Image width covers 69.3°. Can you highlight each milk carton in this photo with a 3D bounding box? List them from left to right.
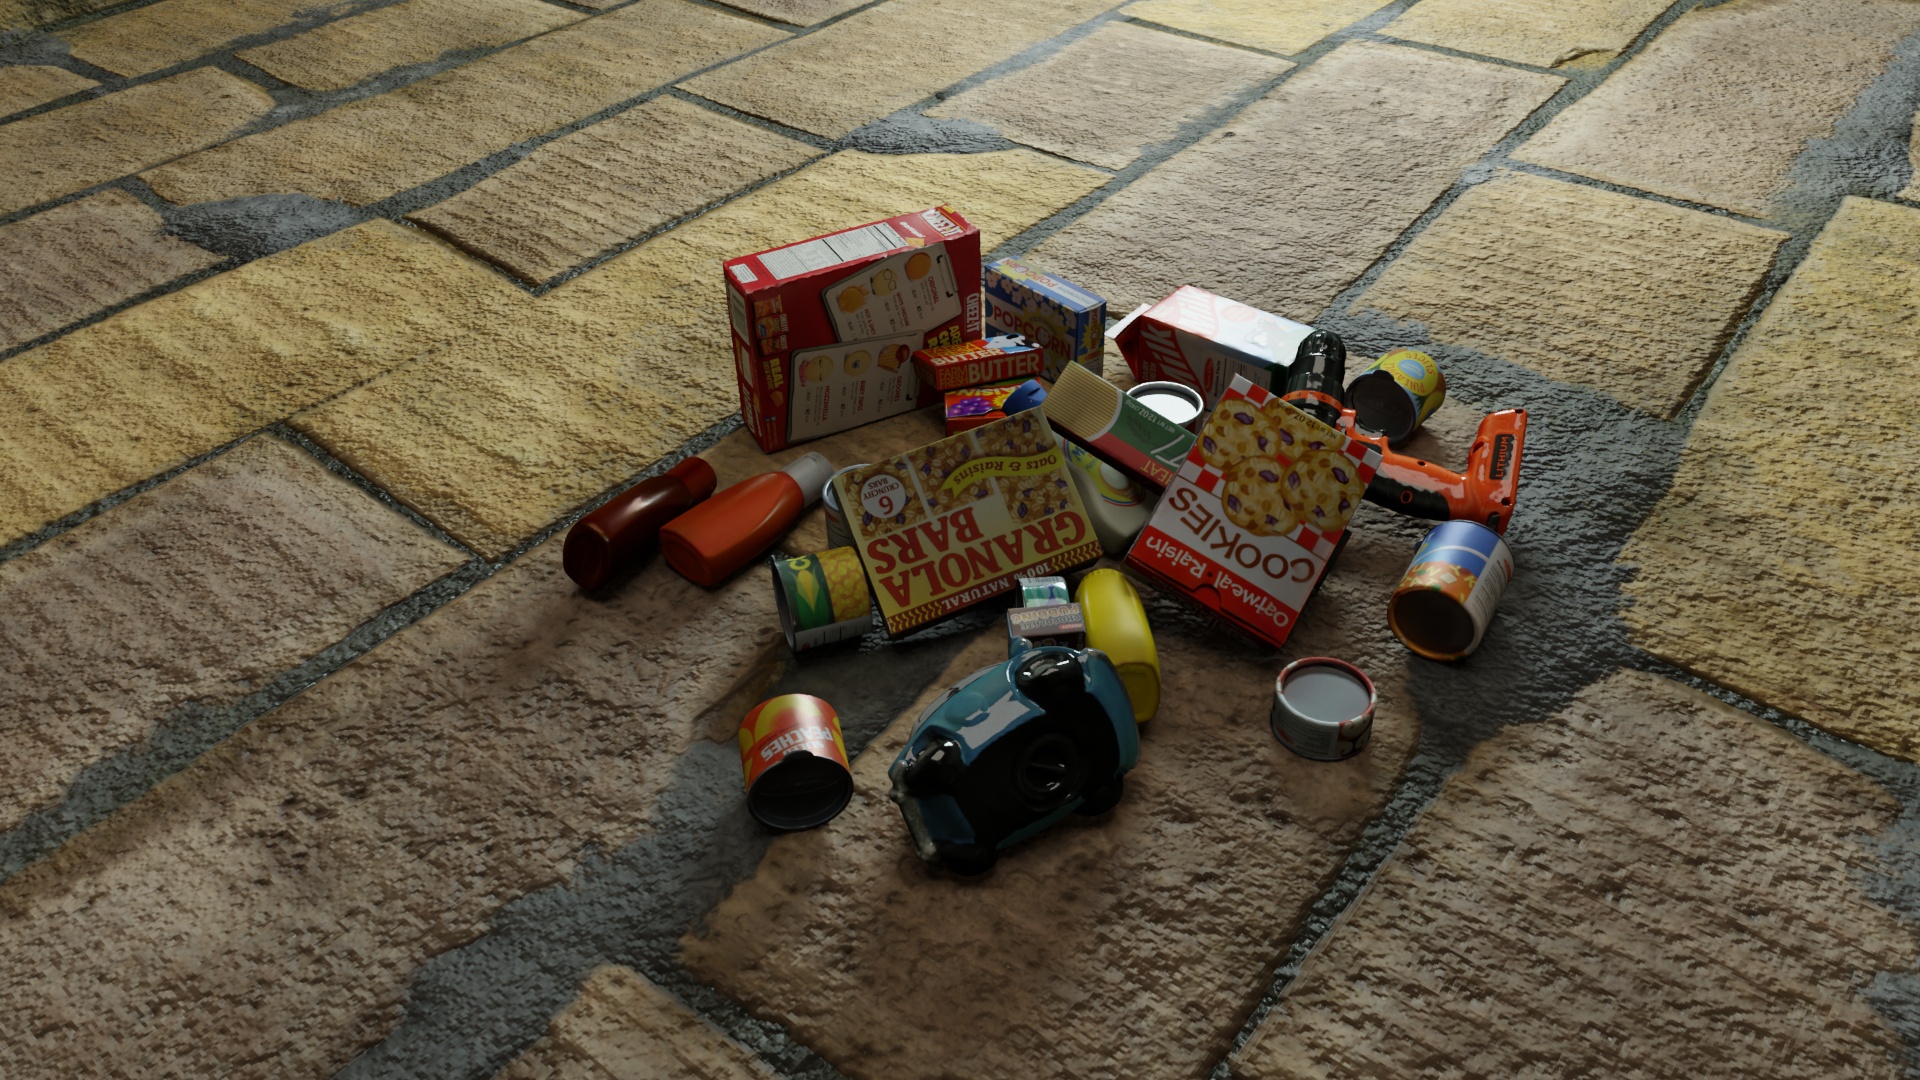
[{"bbox_3d":[0.223,-0.169,1.237,0.191,0.073,0.073,26,47,31],"label":"milk carton"}]

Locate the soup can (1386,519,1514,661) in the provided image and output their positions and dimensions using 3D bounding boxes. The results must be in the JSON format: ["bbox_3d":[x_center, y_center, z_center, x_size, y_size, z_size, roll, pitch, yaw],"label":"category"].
[{"bbox_3d":[0.344,0.035,0.982,0.071,0.071,0.084,20,44,26],"label":"soup can"}]

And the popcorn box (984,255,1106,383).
[{"bbox_3d":[0.077,-0.199,1.273,0.038,0.084,0.127,-28,45,-30],"label":"popcorn box"}]

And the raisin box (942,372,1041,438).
[{"bbox_3d":[0.029,-0.111,1.181,0.086,0.040,0.124,-3,26,-1],"label":"raisin box"}]

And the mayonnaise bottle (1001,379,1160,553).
[{"bbox_3d":[0.093,-0.061,1.085,0.065,0.041,0.148,-33,76,-35],"label":"mayonnaise bottle"}]

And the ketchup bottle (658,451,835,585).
[{"bbox_3d":[-0.163,-0.022,1.097,0.065,0.043,0.149,28,47,31],"label":"ketchup bottle"}]

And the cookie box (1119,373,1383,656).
[{"bbox_3d":[0.208,-0.019,0.992,0.123,0.040,0.168,31,72,7],"label":"cookie box"}]

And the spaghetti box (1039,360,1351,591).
[{"bbox_3d":[0.173,-0.049,1.043,0.250,0.028,0.050,33,82,8],"label":"spaghetti box"}]

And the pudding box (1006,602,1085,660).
[{"bbox_3d":[0.056,0.082,0.922,0.050,0.083,0.030,-4,38,-3],"label":"pudding box"}]

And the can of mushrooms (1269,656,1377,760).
[{"bbox_3d":[0.241,0.109,0.920,0.071,0.033,0.071,-2,38,2],"label":"can of mushrooms"}]

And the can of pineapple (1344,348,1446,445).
[{"bbox_3d":[0.369,-0.124,1.176,0.071,0.070,0.058,28,47,32],"label":"can of pineapple"}]

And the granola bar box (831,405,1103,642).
[{"bbox_3d":[0.004,-0.013,1.016,0.166,0.039,0.124,-20,79,-11],"label":"granola bar box"}]

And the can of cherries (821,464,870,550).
[{"bbox_3d":[-0.069,-0.018,1.075,0.071,0.058,0.072,-2,38,2],"label":"can of cherries"}]

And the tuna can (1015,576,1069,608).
[{"bbox_3d":[0.058,0.061,0.966,0.033,0.070,0.071,-4,38,-3],"label":"tuna can"}]

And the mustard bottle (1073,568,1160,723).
[{"bbox_3d":[0.106,0.060,0.966,0.049,0.065,0.161,-5,31,1],"label":"mustard bottle"}]

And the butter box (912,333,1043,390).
[{"bbox_3d":[0.015,-0.155,1.200,0.104,0.024,0.053,-13,26,-21],"label":"butter box"}]

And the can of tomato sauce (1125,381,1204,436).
[{"bbox_3d":[0.158,-0.076,1.116,0.071,0.082,0.071,-2,38,1],"label":"can of tomato sauce"}]

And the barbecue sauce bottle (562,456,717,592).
[{"bbox_3d":[-0.246,-0.020,1.087,0.044,0.064,0.149,33,38,8],"label":"barbecue sauce bottle"}]

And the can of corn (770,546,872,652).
[{"bbox_3d":[-0.100,0.039,0.996,0.058,0.070,0.071,-13,40,-14],"label":"can of corn"}]

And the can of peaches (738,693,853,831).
[{"bbox_3d":[-0.104,0.137,0.872,0.071,0.071,0.058,-10,38,-9],"label":"can of peaches"}]
